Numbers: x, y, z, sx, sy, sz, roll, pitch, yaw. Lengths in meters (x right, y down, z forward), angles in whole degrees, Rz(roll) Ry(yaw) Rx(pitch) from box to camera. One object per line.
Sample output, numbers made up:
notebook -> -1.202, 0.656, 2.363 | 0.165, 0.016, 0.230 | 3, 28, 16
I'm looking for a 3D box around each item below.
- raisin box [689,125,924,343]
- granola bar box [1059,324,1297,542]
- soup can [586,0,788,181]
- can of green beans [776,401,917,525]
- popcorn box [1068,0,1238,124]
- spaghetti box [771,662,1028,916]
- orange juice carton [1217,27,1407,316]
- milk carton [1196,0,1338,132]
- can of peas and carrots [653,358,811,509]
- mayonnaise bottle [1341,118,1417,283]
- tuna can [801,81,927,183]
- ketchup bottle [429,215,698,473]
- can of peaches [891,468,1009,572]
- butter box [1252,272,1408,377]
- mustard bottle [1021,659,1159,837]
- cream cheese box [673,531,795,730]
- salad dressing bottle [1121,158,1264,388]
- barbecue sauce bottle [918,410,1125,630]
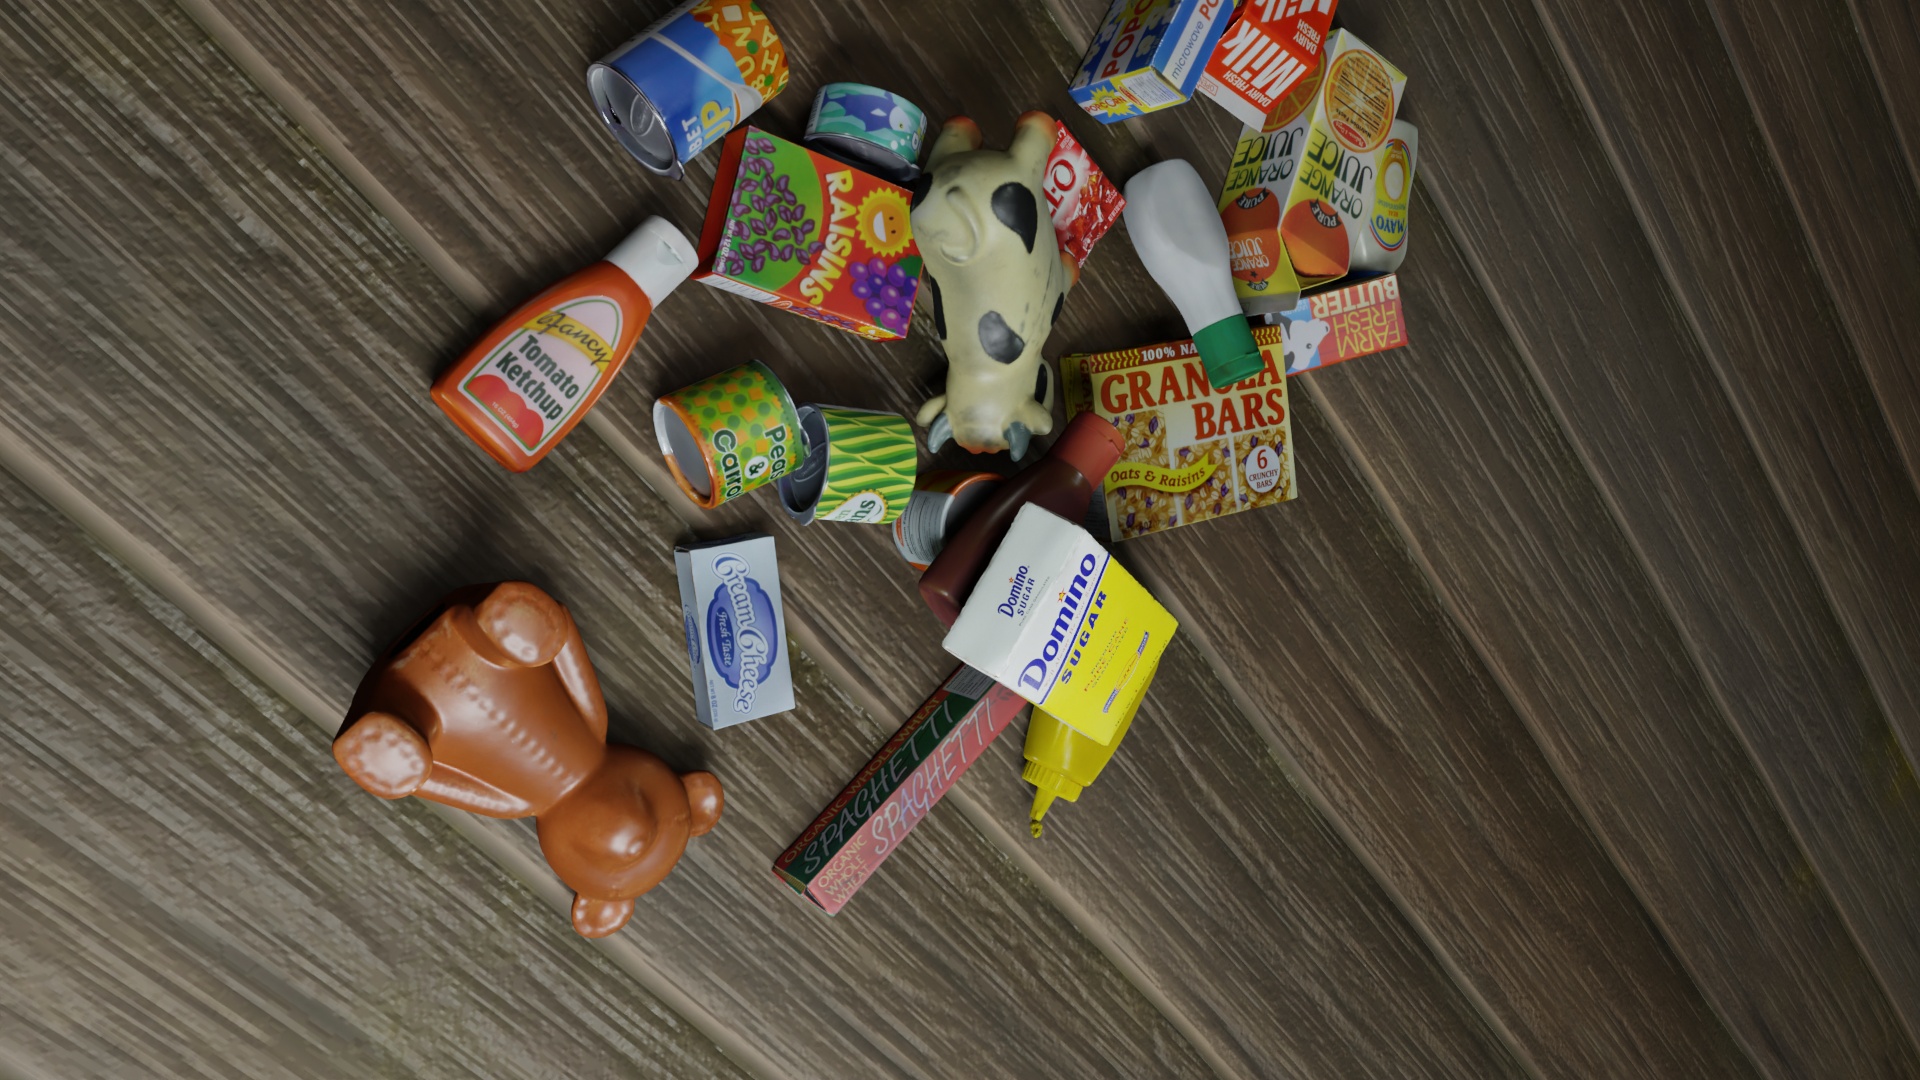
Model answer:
raisin box -> -0.081, -0.170, 0.788 | 0.123, 0.040, 0.086 | 15, 86, -31
granola bar box -> 0.149, -0.075, 0.938 | 0.166, 0.039, 0.124 | -13, 100, -30
soup can -> -0.140, -0.240, 0.729 | 0.084, 0.071, 0.071 | -44, 115, -21
can of green beans -> -0.065, -0.043, 0.792 | 0.058, 0.071, 0.071 | 4, 92, -32
popcorn box -> 0.130, -0.330, 0.878 | 0.038, 0.085, 0.127 | 33, 77, -29
spaghetti box -> -0.013, 0.122, 0.848 | 0.251, 0.050, 0.028 | -46, 114, -20
orange juice carton -> 0.233, -0.244, 0.957 | 0.073, 0.072, 0.193 | 22, 82, -31
milk carton -> 0.205, -0.375, 0.928 | 0.072, 0.073, 0.190 | 22, 83, -31
can of peas and carrots -> -0.124, -0.056, 0.752 | 0.059, 0.071, 0.070 | -27, 108, -26
mayonnaise bottle -> 0.301, -0.232, 1.018 | 0.065, 0.041, 0.148 | 0, 95, -34
tuna can -> -0.051, -0.229, 0.784 | 0.071, 0.071, 0.033 | 16, 85, -32
ketchup bottle -> -0.198, -0.107, 0.718 | 0.149, 0.043, 0.064 | -50, 117, -19
can of peaches -> 0.003, -0.011, 0.842 | 0.071, 0.058, 0.071 | -3, 96, -31
butter box -> 0.263, -0.153, 0.987 | 0.103, 0.024, 0.053 | -15, 103, -4
mustard bottle -> 0.076, 0.116, 0.903 | 0.065, 0.049, 0.160 | 32, 78, -31
cream cheese box -> -0.127, 0.050, 0.786 | 0.053, 0.024, 0.103 | -12, 100, -32
salad dressing bottle -> 0.153, -0.172, 0.903 | 0.064, 0.044, 0.147 | -17, 83, -33
barbecue sauce bottle -> 0.041, -0.010, 0.804 | 0.149, 0.044, 0.064 | -52, 129, -18
